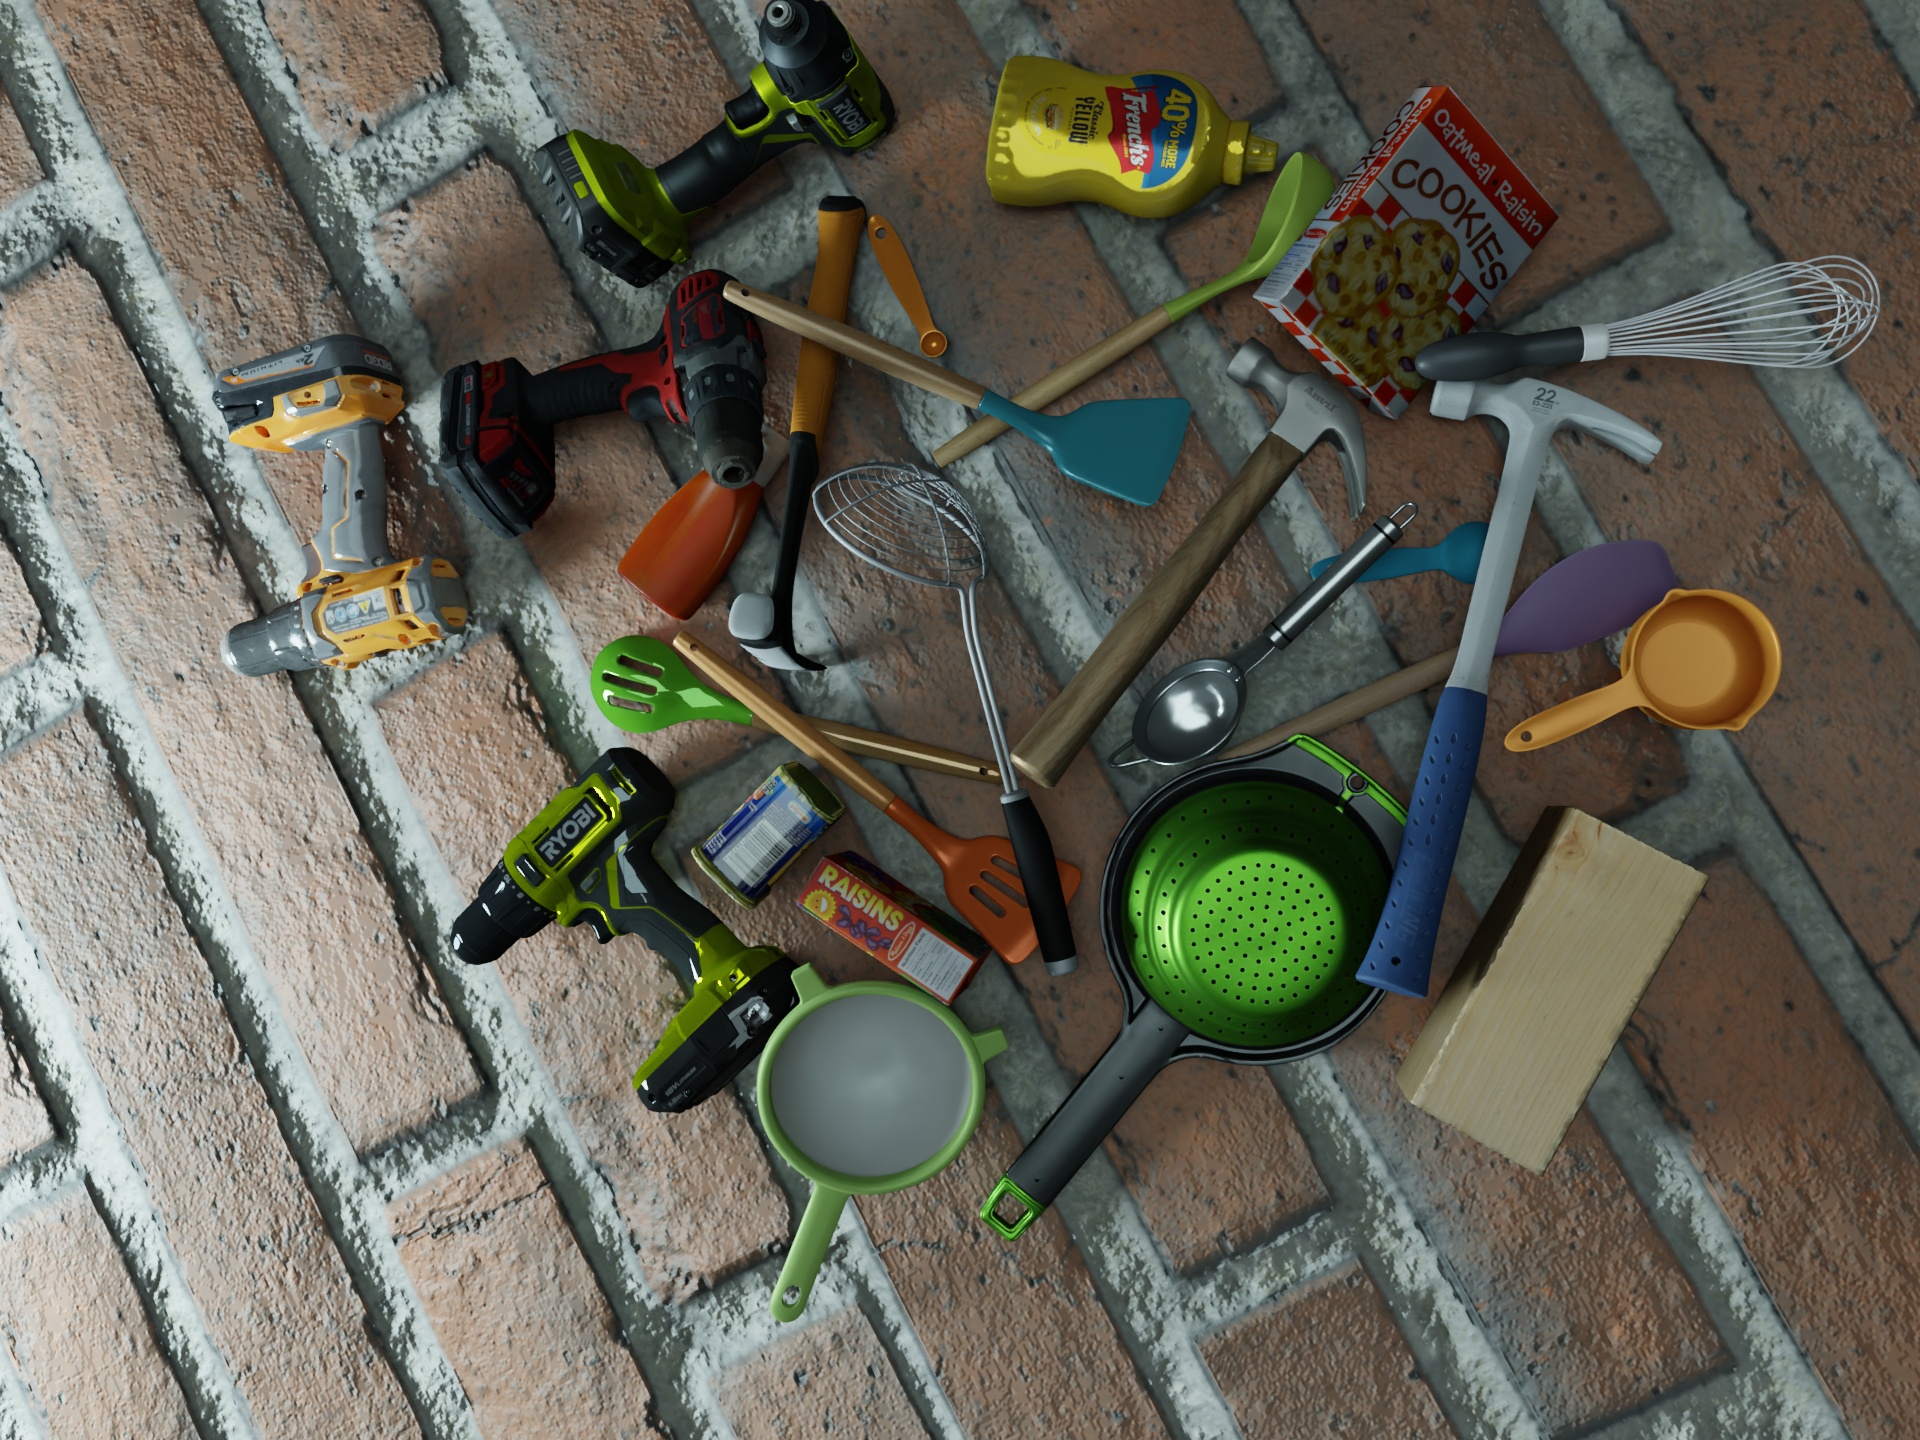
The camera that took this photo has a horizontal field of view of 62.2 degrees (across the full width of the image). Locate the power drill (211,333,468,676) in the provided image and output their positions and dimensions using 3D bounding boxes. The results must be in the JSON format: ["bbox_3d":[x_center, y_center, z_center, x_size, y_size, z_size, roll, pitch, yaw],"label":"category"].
[{"bbox_3d":[-0.475,-0.147,1.165,0.185,0.084,0.226,-15,90,11],"label":"power drill"}]

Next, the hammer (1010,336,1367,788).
[{"bbox_3d":[0.147,-0.092,1.040,0.130,0.031,0.331,37,82,9],"label":"hammer"}]

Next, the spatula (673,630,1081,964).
[{"bbox_3d":[-0.066,0.040,1.085,0.322,0.041,0.081,38,78,-1],"label":"spatula"}]

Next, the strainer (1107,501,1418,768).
[{"bbox_3d":[0.204,-0.048,1.043,0.258,0.087,0.050,-45,126,13],"label":"strainer"}]

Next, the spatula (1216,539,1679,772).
[{"bbox_3d":[0.315,-0.037,1.047,0.316,0.018,0.059,-25,101,8],"label":"spatula"}]

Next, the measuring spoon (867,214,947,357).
[{"bbox_3d":[-0.038,-0.308,1.127,0.021,0.011,0.117,-26,80,8],"label":"measuring spoon"}]

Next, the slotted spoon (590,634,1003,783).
[{"bbox_3d":[-0.120,0.001,1.120,0.314,0.031,0.070,14,93,9],"label":"slotted spoon"}]

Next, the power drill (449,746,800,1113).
[{"bbox_3d":[-0.233,0.158,1.110,0.190,0.080,0.228,-44,79,6],"label":"power drill"}]

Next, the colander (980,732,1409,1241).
[{"bbox_3d":[0.140,0.192,1.026,0.204,0.094,0.397,38,96,4],"label":"colander"}]

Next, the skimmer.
[{"bbox_3d":[-0.002,-0.003,1.065,0.090,0.127,0.363,-15,91,39],"label":"skimmer"}]

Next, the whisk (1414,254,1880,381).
[{"bbox_3d":[0.432,-0.242,1.005,0.284,0.070,0.070,-6,87,6],"label":"whisk"}]

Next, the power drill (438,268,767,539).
[{"bbox_3d":[-0.237,-0.204,1.090,0.226,0.080,0.188,-19,53,8],"label":"power drill"}]

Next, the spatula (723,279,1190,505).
[{"bbox_3d":[-0.007,-0.229,1.053,0.317,0.044,0.082,22,76,-4],"label":"spatula"}]

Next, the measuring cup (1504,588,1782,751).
[{"bbox_3d":[0.427,-0.020,1.012,0.173,0.052,0.095,-25,84,10],"label":"measuring cup"}]

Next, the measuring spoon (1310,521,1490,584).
[{"bbox_3d":[0.297,-0.106,1.051,0.128,0.021,0.042,-7,87,8],"label":"measuring spoon"}]

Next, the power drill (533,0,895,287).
[{"bbox_3d":[-0.165,-0.395,1.073,0.223,0.171,0.080,-29,83,11],"label":"power drill"}]

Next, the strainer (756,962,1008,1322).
[{"bbox_3d":[-0.079,0.285,1.085,0.151,0.069,0.256,19,101,-8],"label":"strainer"}]

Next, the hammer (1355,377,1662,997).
[{"bbox_3d":[0.325,-0.026,0.994,0.144,0.035,0.405,15,79,14],"label":"hammer"}]

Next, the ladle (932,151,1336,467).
[{"bbox_3d":[0.111,-0.271,1.076,0.320,0.078,0.062,-31,110,13],"label":"ladle"}]

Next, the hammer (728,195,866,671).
[{"bbox_3d":[-0.102,-0.202,1.100,0.034,0.127,0.337,5,79,12],"label":"hammer"}]
